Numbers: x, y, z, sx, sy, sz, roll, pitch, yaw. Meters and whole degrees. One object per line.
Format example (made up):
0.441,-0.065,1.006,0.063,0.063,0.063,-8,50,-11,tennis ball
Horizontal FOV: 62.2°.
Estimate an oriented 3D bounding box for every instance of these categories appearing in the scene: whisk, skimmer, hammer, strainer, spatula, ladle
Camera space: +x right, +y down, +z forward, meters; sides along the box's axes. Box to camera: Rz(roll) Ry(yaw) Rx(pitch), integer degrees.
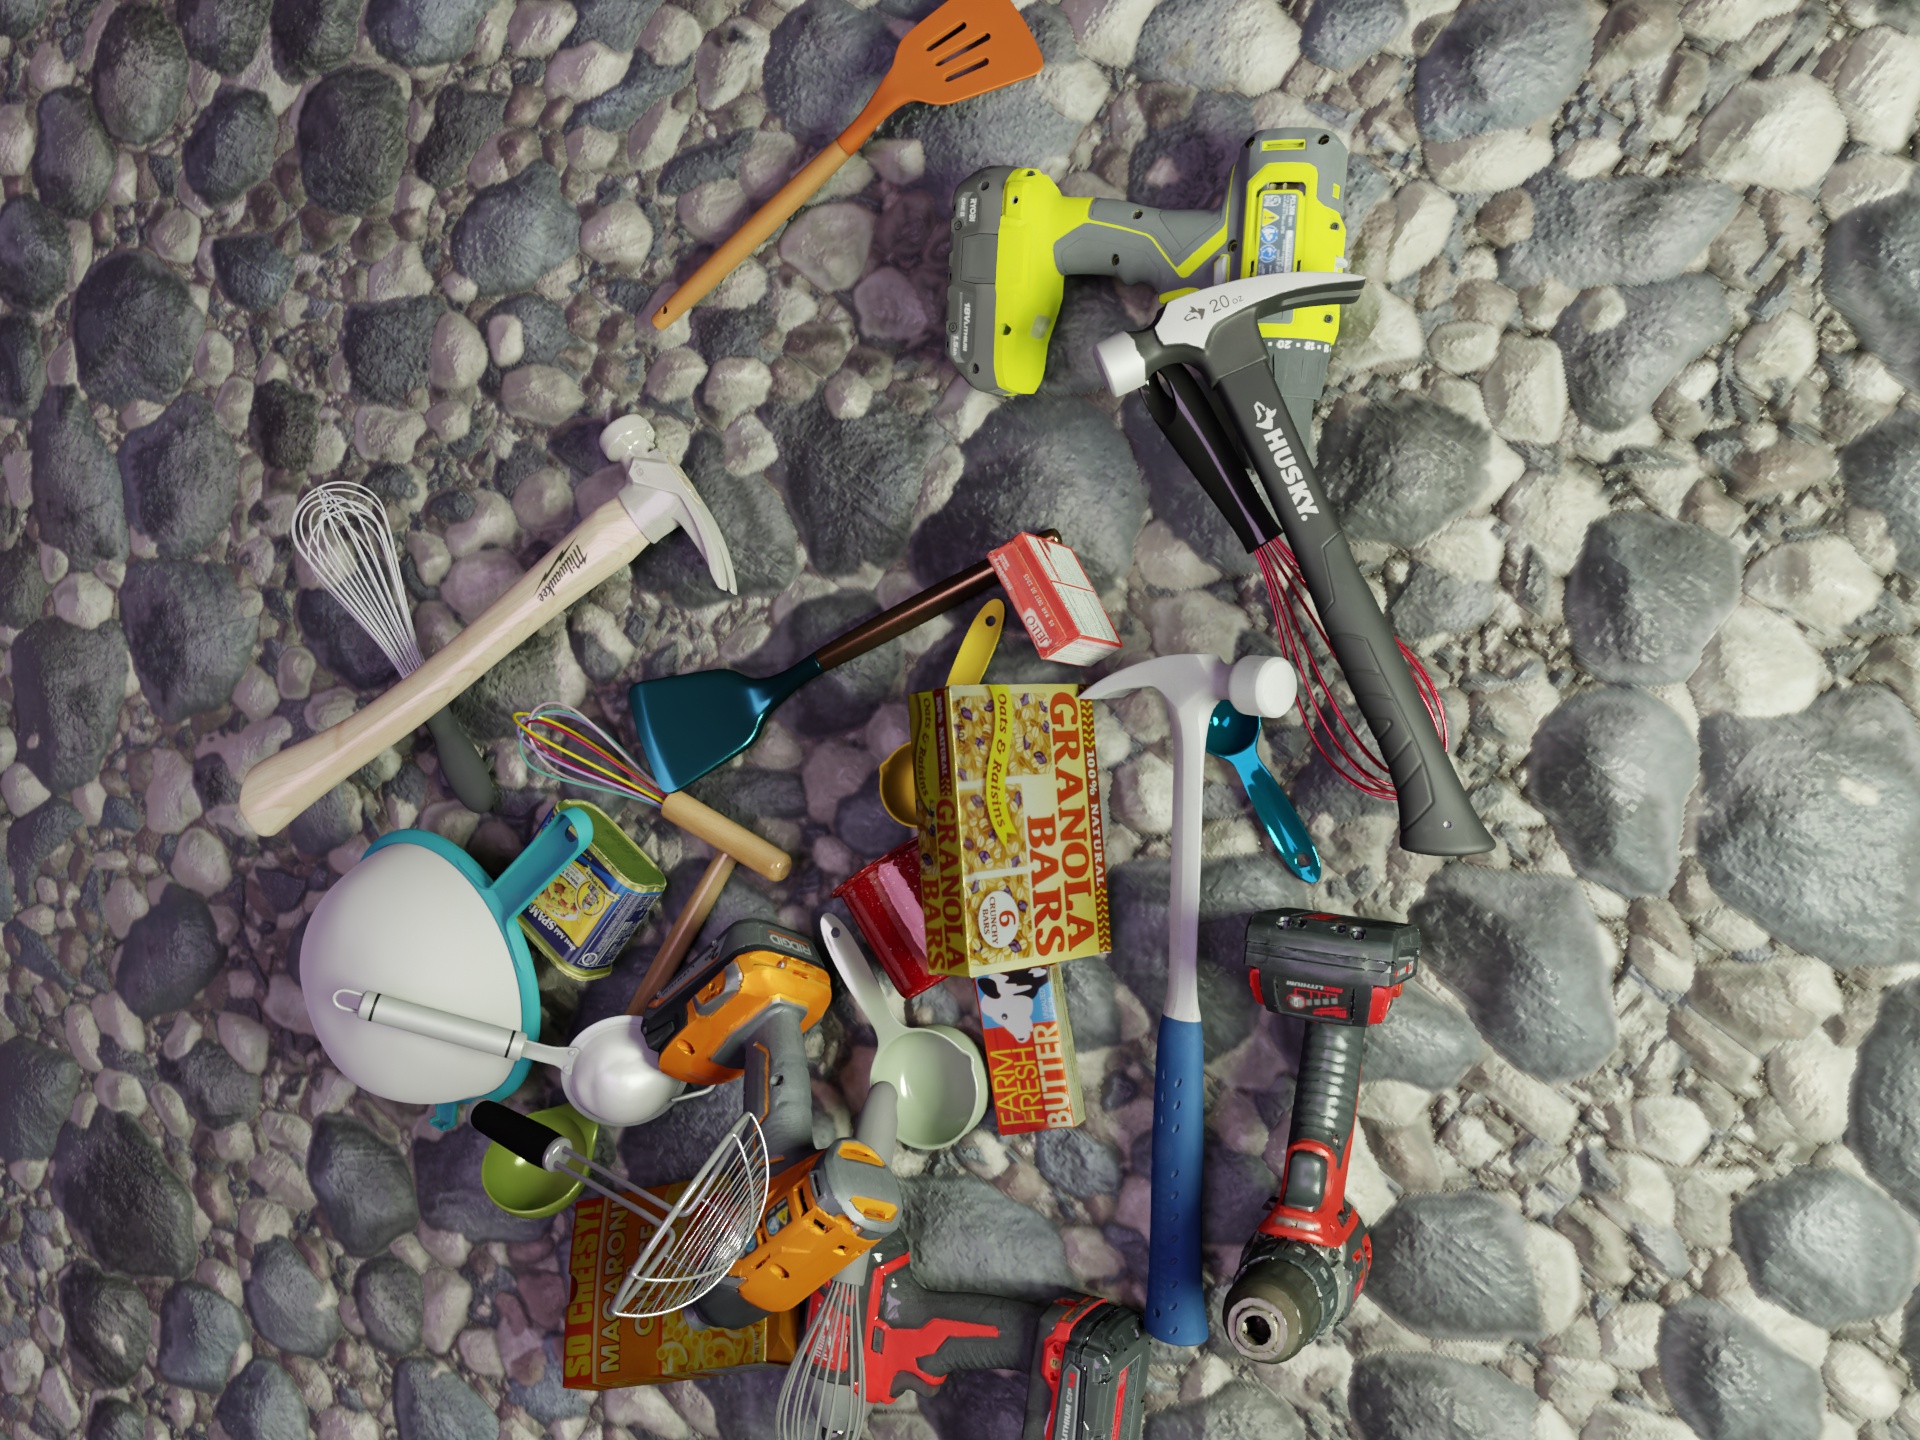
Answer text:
-0.217,0.049,1.093,0.245,0.047,0.051,27,70,23,whisk
-0.418,-0.056,1.193,0.070,0.070,0.285,-32,82,20,whisk
-0.237,0.266,0.975,0.363,0.090,0.127,4,52,49,skimmer
-0.347,-0.038,1.132,0.410,0.038,0.146,-36,77,10,hammer
-0.363,0.157,1.087,0.340,0.095,0.211,-40,78,38,strainer
-0.288,0.220,1.056,0.258,0.050,0.087,18,104,-11,strainer
-0.068,0.340,0.967,0.055,0.055,0.239,4,72,24,whisk
-0.075,-0.050,1.042,0.317,0.044,0.082,-27,75,21,spatula
-0.090,-0.365,1.065,0.322,0.041,0.081,-35,76,24,spatula
0.182,-0.084,0.894,0.073,0.073,0.296,-33,87,20,whisk
0.127,0.162,0.936,0.144,0.035,0.405,7,98,51,hammer
-0.235,0.209,1.105,0.078,0.062,0.320,36,101,31,ladle
0.202,-0.082,0.846,0.146,0.035,0.335,-23,82,3,hammer

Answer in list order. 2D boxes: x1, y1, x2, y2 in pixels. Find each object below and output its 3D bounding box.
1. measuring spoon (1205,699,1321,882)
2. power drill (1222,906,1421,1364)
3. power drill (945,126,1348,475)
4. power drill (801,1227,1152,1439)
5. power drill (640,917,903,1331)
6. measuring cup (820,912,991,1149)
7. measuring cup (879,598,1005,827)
0.180,0.038,0.944,0.042,0.021,0.128,-30,87,20,measuring spoon
0.186,0.219,0.847,0.080,0.187,0.227,5,88,23,power drill
0.111,-0.245,0.943,0.228,0.080,0.190,6,98,22,power drill
-0.001,0.405,0.988,0.220,0.078,0.143,8,92,27,power drill
-0.132,0.257,0.993,0.164,0.084,0.227,-43,45,21,power drill
-0.040,0.195,1.027,0.083,0.038,0.168,-38,73,19,measuring cup
-0.002,-0.003,1.024,0.062,0.029,0.156,22,86,24,measuring cup
